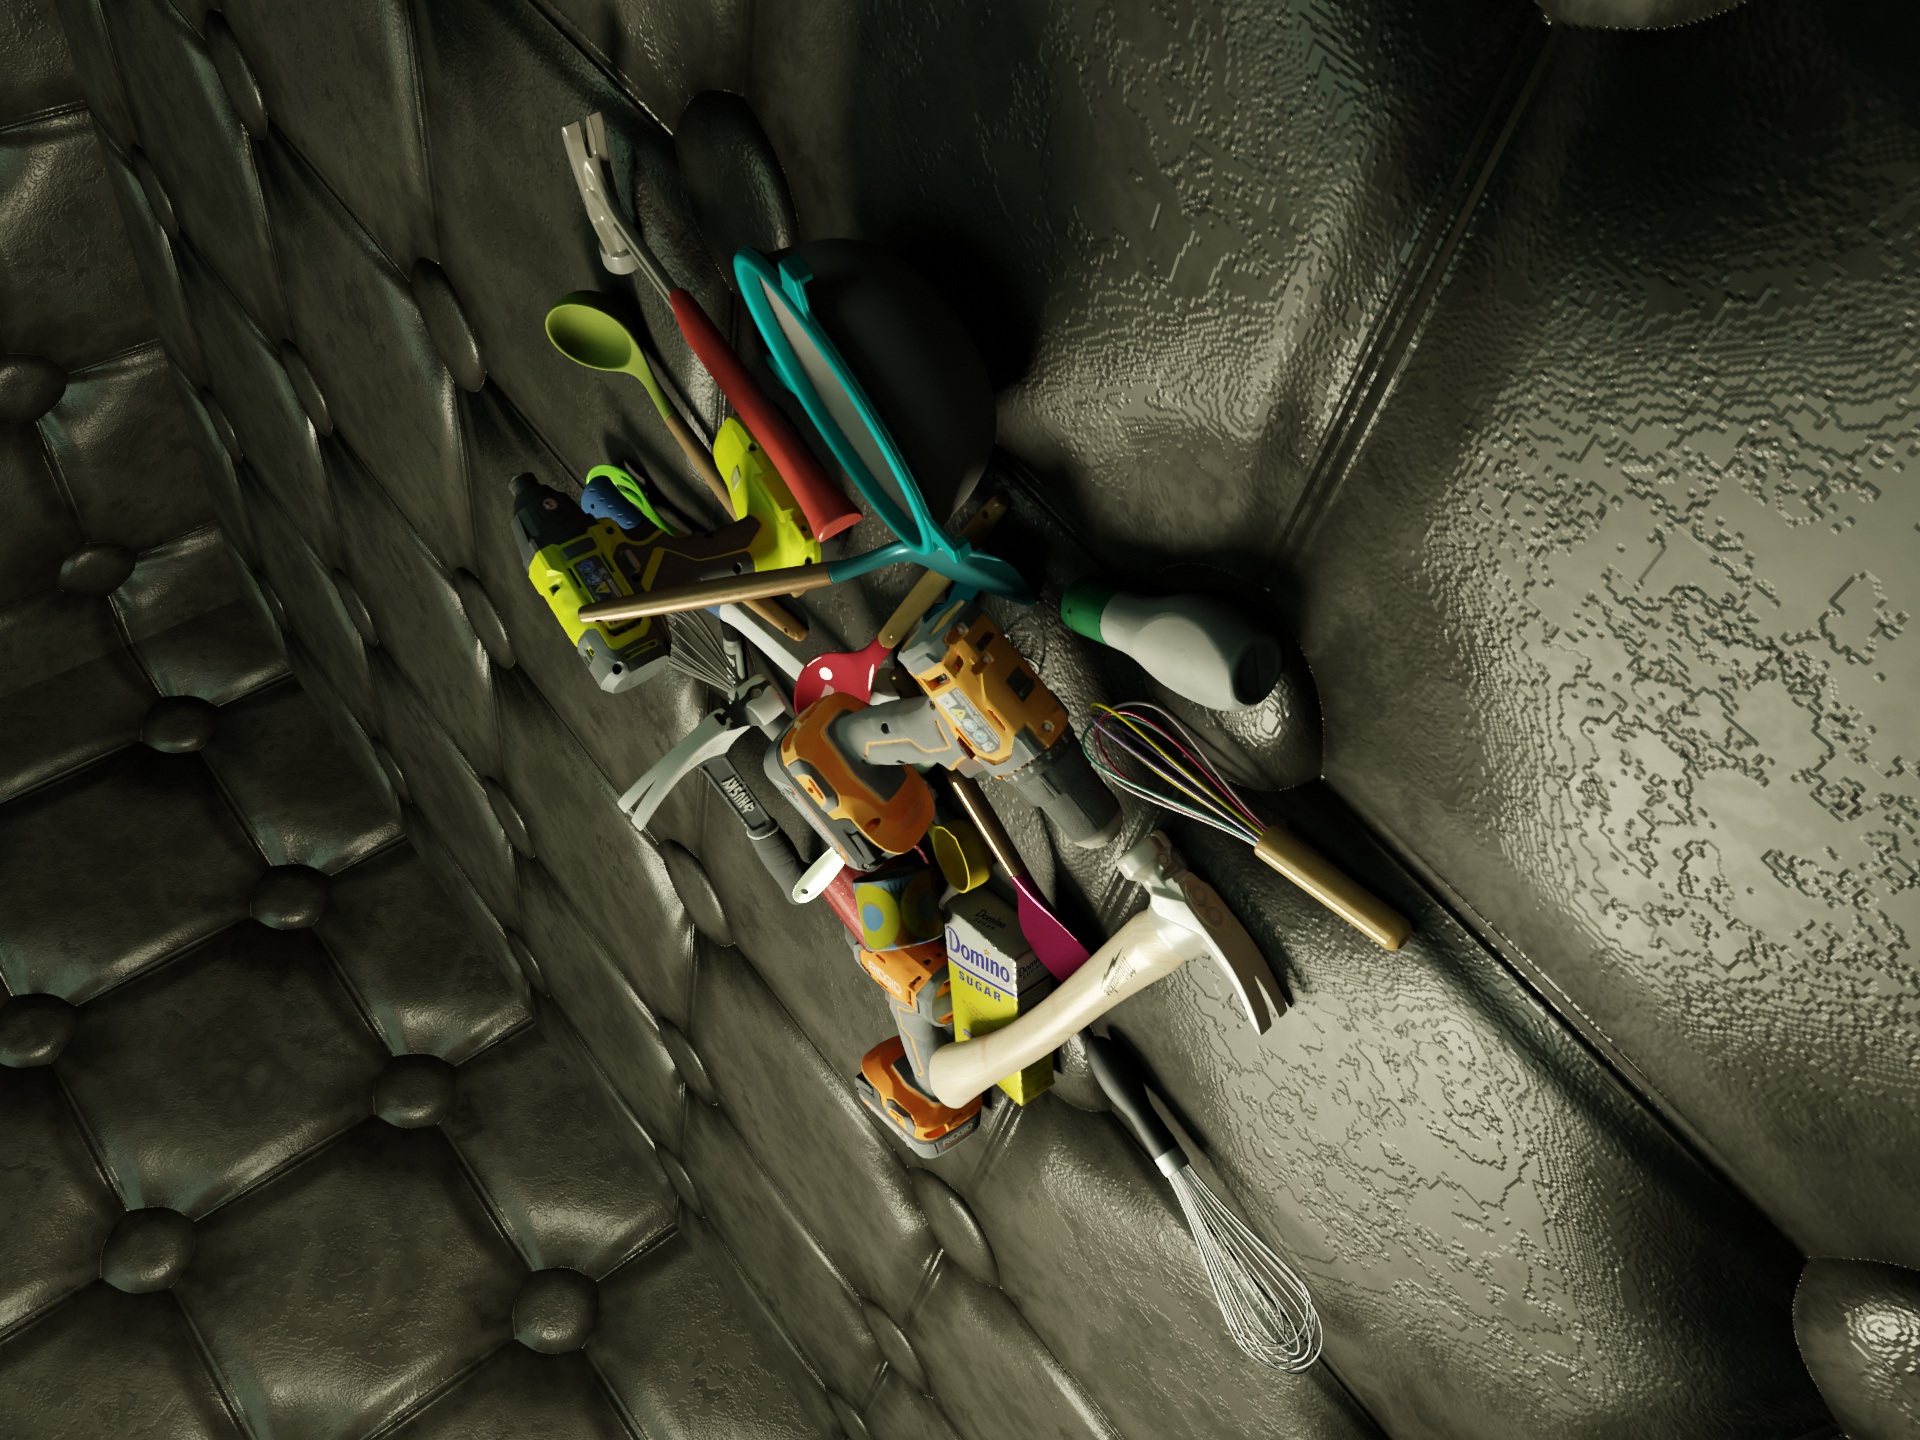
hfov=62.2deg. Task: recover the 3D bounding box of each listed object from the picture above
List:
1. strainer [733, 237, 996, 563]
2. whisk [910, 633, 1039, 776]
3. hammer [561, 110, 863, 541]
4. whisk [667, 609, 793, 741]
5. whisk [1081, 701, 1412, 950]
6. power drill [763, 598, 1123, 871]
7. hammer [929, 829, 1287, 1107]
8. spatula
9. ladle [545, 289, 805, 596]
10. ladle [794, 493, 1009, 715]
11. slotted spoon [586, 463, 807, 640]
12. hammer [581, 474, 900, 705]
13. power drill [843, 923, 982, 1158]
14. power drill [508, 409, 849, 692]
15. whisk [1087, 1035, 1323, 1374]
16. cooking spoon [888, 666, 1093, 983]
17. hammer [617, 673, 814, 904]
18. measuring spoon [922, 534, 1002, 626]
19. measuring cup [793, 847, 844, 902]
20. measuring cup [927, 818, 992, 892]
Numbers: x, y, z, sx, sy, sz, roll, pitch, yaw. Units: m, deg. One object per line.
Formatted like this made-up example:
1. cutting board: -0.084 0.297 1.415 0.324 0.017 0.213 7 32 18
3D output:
1. strainer: -0.059 -0.230 1.017 0.210 0.095 0.341 58 176 -23
2. whisk: -0.002 -0.004 1.170 0.246 0.059 0.058 131 143 -64
3. hammer: -0.181 -0.275 1.154 0.359 0.037 0.149 54 166 19
4. whisk: -0.203 -0.027 1.438 0.239 0.055 0.055 42 149 8
5. whisk: 0.165 0.059 0.956 0.245 0.051 0.047 38 139 30
6. power drill: -0.010 0.033 1.078 0.185 0.084 0.226 49 137 -12
7. hammer: 0.082 0.226 1.187 0.146 0.038 0.410 53 142 9
8. spatula: -0.110 -0.085 1.063 0.082 0.317 0.044 45 -141 -68
9. ladle: -0.235 -0.227 1.323 0.320 0.062 0.078 54 148 6
10. ladle: -0.044 -0.072 1.144 0.069 0.031 0.315 56 141 9
11. slotted spoon: -0.238 -0.150 1.430 0.314 0.031 0.070 37 141 33
12. hammer: -0.195 -0.086 1.365 0.406 0.035 0.144 40 137 27
13. power drill: -0.052 0.276 1.472 0.164 0.084 0.226 33 138 41
14. power drill: -0.210 -0.141 1.183 0.171 0.223 0.080 57 151 5
15. whisk: 0.180 0.362 1.207 0.285 0.070 0.070 57 152 17
16. cooking spoon: 0.031 0.091 1.177 0.069 0.017 0.318 -1 126 51
17. hammer: -0.181 0.093 1.391 0.036 0.149 0.408 47 169 21
18. measuring spoon: 0.008 -0.088 1.106 0.042 0.021 0.128 60 144 20
19. measuring cup: -0.092 0.093 1.299 0.083 0.038 0.167 31 129 -12
20. measuring cup: -0.020 0.070 1.293 0.157 0.029 0.062 58 154 30
